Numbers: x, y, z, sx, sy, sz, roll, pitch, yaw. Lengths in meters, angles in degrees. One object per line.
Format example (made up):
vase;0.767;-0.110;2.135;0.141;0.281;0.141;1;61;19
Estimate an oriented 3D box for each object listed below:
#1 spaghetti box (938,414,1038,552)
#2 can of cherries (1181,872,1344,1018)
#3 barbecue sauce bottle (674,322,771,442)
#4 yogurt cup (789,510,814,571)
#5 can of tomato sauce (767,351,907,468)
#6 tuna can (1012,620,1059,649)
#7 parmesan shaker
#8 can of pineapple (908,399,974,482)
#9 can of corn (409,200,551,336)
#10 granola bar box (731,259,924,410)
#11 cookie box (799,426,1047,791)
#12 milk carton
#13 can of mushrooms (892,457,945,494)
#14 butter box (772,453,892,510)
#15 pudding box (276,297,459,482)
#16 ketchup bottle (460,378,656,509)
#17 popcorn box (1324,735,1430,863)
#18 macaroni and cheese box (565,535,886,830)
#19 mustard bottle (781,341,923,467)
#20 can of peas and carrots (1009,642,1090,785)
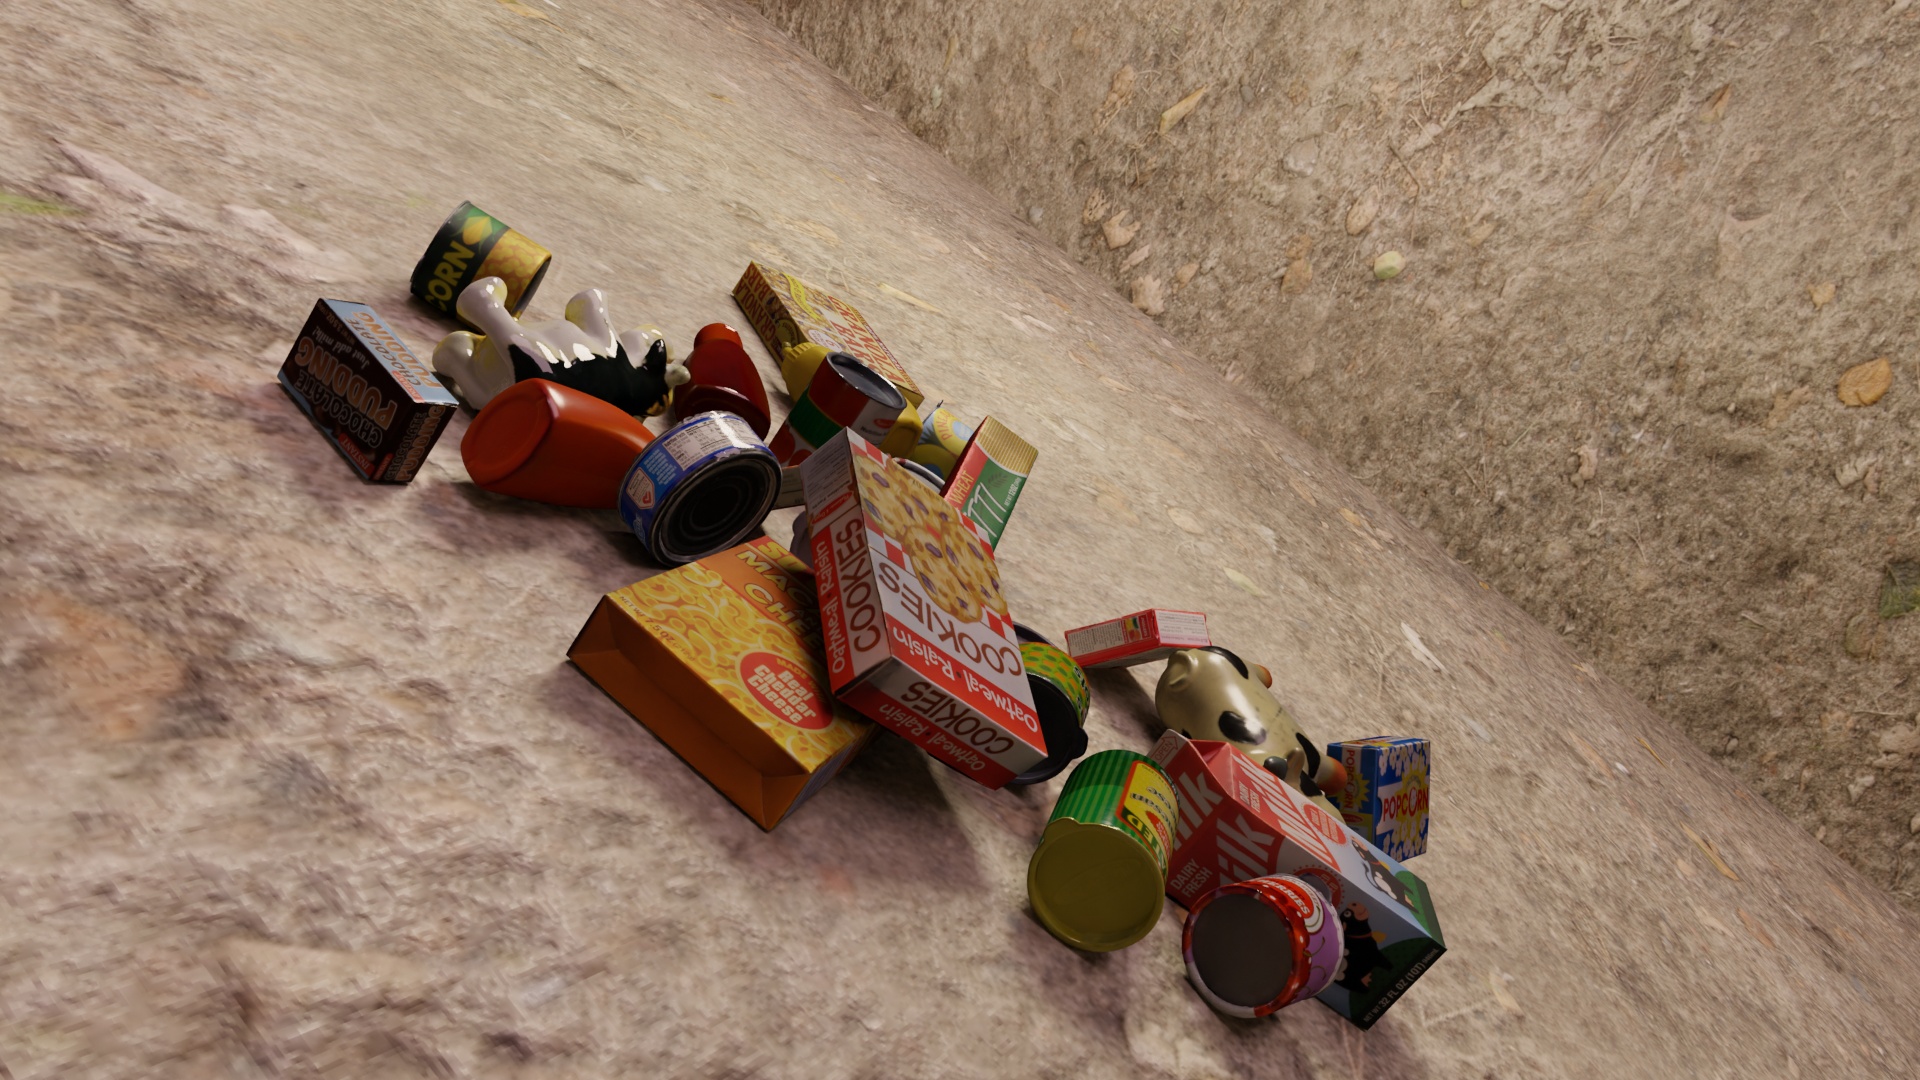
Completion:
spaghetti box;0.003;-0.012;0.957;0.050;0.028;0.251;35;33;-6
can of cherries;0.157;0.206;0.720;0.058;0.071;0.072;10;31;-52
barbecue sauce bottle;-0.168;-0.112;0.975;0.065;0.043;0.149;28;19;-23
yogurt cup;-0.065;0.007;0.833;0.072;0.072;0.054;35;10;-3
can of tomato sauce;-0.088;-0.081;0.974;0.071;0.083;0.071;32;18;-12
tuna can;0.041;0.085;0.874;0.071;0.032;0.071;31;19;-12
parmesan shaker;0.075;0.152;0.710;0.071;0.071;0.103;37;18;3
can of pineapple;-0.012;-0.065;1.090;0.058;0.070;0.071;36;18;0
can of corn;-0.292;-0.162;0.845;0.058;0.071;0.071;31;19;-14
granola bar box;-0.117;-0.173;1.219;0.124;0.039;0.166;19;24;-41
cookie box;-0.022;0.035;0.725;0.122;0.040;0.168;37;26;-38
milk carton;0.177;0.186;0.801;0.190;0.072;0.074;35;19;-2
can of mushrooms;-0.033;-0.028;1.021;0.071;0.033;0.071;32;18;-12
butter box;-0.096;-0.033;0.834;0.053;0.103;0.024;-12;94;-65
pudding box;-0.283;-0.072;0.663;0.084;0.049;0.030;43;18;20
ketchup bottle;-0.191;-0.043;0.742;0.043;0.064;0.149;59;17;20
popcorn box;0.299;0.185;0.992;0.038;0.085;0.127;2;-3;35
macaroni and cheese box;-0.094;0.061;0.684;0.124;0.040;0.167;39;19;8
mustard bottle;-0.097;-0.112;1.075;0.160;0.065;0.049;41;16;33
can of peas and carrots;0.041;0.097;0.787;0.071;0.070;0.059;36;17;2
